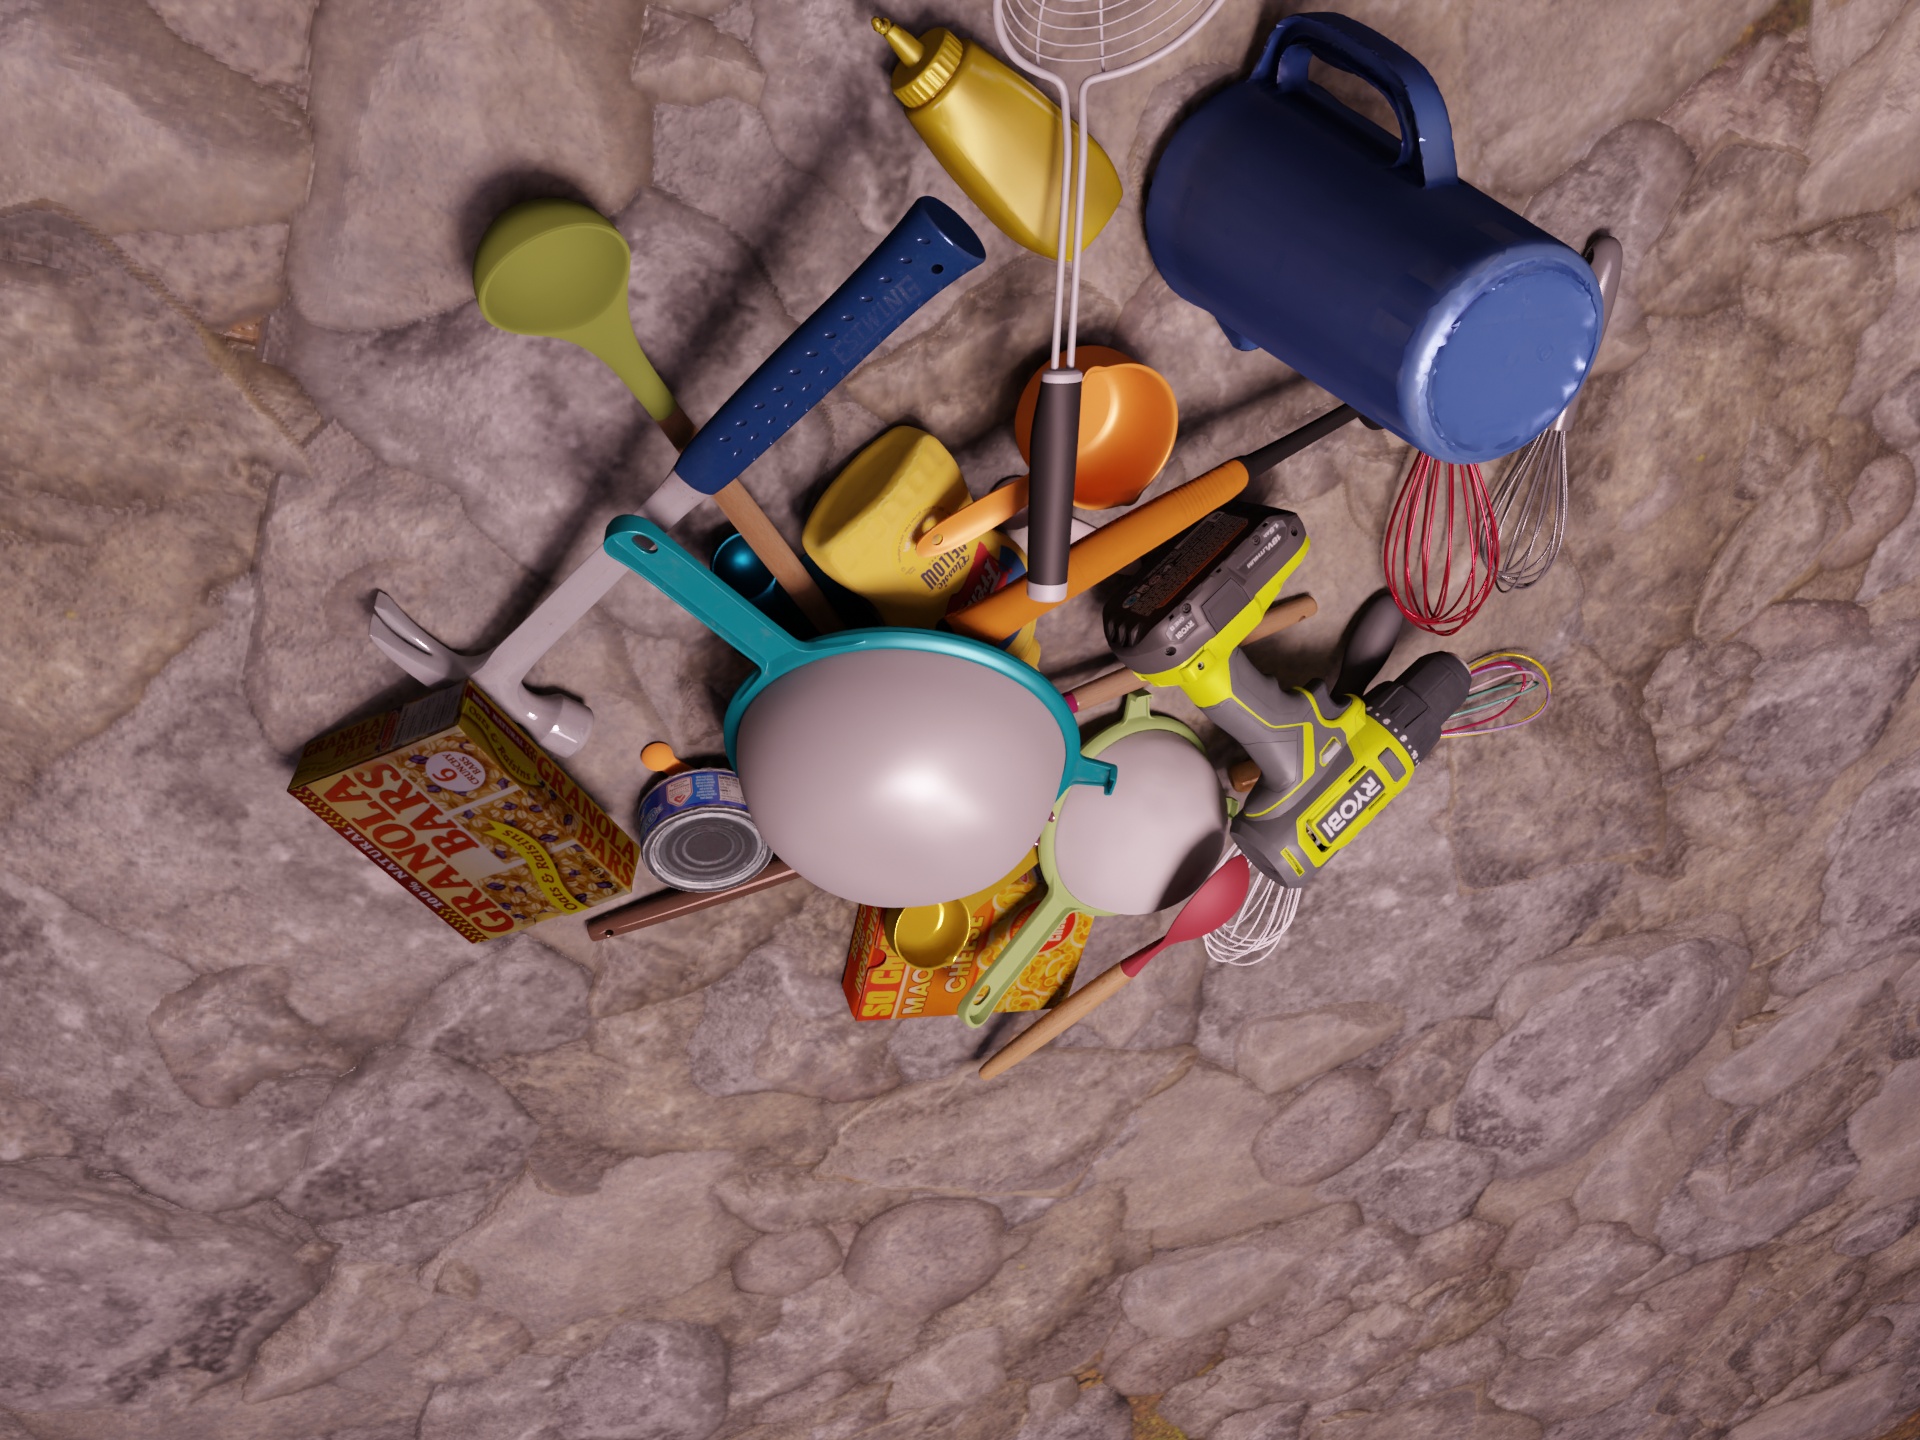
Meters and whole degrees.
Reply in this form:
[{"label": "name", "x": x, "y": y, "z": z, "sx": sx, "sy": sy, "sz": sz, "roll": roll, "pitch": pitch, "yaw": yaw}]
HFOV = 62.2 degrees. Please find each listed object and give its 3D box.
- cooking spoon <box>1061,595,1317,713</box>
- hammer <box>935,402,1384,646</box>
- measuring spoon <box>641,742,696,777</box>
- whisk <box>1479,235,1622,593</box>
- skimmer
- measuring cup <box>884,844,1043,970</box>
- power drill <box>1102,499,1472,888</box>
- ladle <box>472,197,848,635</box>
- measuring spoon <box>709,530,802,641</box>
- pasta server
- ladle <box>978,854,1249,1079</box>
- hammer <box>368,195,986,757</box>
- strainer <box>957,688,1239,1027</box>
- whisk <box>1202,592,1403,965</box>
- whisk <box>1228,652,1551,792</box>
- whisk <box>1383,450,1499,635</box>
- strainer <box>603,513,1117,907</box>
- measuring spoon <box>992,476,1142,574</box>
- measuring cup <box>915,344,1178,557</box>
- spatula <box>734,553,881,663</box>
[{"label": "cooking spoon", "x": 0.095, "y": -0.021, "z": 1.035, "sx": 0.319, "sy": 0.017, "sz": 0.068, "roll": -21, "pitch": 145, "yaw": -15}, {"label": "hammer", "x": 0.135, "y": -0.127, "z": 0.913, "sx": 0.337, "sy": 0.034, "sz": 0.127, "roll": -31, "pitch": 175, "yaw": -7}, {"label": "measuring spoon", "x": -0.160, "y": 0.050, "z": 1.019, "sx": 0.021, "sy": 0.011, "sz": 0.116, "roll": -40, "pitch": 129, "yaw": 10}, {"label": "whisk", "x": 0.383, "y": -0.191, "z": 1.026, "sx": 0.055, "sy": 0.055, "sz": 0.238, "roll": -4, "pitch": 122, "yaw": -18}, {"label": "skimmer", "x": 0.068, "y": -0.224, "z": 0.777, "sx": 0.127, "sy": 0.090, "sz": 0.363, "roll": -9, "pitch": 115, "yaw": -26}, {"label": "measuring cup", "x": 0.013, "y": 0.108, "z": 1.082, "sx": 0.156, "sy": 0.029, "sz": 0.062, "roll": -37, "pitch": 117, "yaw": -18}, {"label": "power drill", "x": 0.216, "y": -0.029, "z": 1.019, "sx": 0.190, "sy": 0.080, "sz": 0.228, "roll": -44, "pitch": 114, "yaw": -6}, {"label": "ladle", "x": -0.140, "y": -0.139, "z": 0.847, "sx": 0.078, "sy": 0.062, "sz": 0.319, "roll": -31, "pitch": 127, "yaw": 7}, {"label": "measuring spoon", "x": -0.113, "y": -0.058, "z": 0.943, "sx": 0.042, "sy": 0.021, "sz": 0.128, "roll": -34, "pitch": 124, "yaw": -16}, {"label": "pasta server", "x": -0.094, "y": 0.095, "z": 1.051, "sx": 0.316, "sy": 0.040, "sz": 0.060, "roll": -18, "pitch": 120, "yaw": -2}, {"label": "ladle", "x": 0.102, "y": 0.188, "z": 1.132, "sx": 0.069, "sy": 0.031, "sz": 0.315, "roll": -18, "pitch": 159, "yaw": -47}, {"label": "hammer", "x": -0.148, "y": -0.120, "z": 0.818, "sx": 0.144, "sy": 0.035, "sz": 0.405, "roll": 30, "pitch": 126, "yaw": -34}, {"label": "strainer", "x": 0.097, "y": 0.116, "z": 1.078, "sx": 0.256, "sy": 0.069, "sz": 0.151, "roll": -49, "pitch": 128, "yaw": -8}, {"label": "whisk", "x": 0.242, "y": 0.042, "z": 1.110, "sx": 0.070, "sy": 0.070, "sz": 0.284, "roll": 19, "pitch": 99, "yaw": -31}, {"label": "whisk", "x": 0.310, "y": 0.004, "z": 1.152, "sx": 0.245, "sy": 0.051, "sz": 0.047, "roll": -18, "pitch": 108, "yaw": -3}, {"label": "whisk", "x": 0.306, "y": -0.183, "z": 0.997, "sx": 0.073, "sy": 0.073, "sz": 0.295, "roll": -15, "pitch": 123, "yaw": -10}, {"label": "strainer", "x": -0.073, "y": 0.016, "z": 0.877, "sx": 0.211, "sy": 0.095, "sz": 0.340, "roll": -23, "pitch": 137, "yaw": 28}, {"label": "measuring spoon", "x": 0.069, "y": -0.113, "z": 0.982, "sx": 0.124, "sy": 0.018, "sz": 0.034, "roll": 23, "pitch": 114, "yaw": -33}, {"label": "measuring cup", "x": 0.039, "y": -0.149, "z": 0.908, "sx": 0.173, "sy": 0.052, "sz": 0.095, "roll": -32, "pitch": 131, "yaw": -8}, {"label": "spatula", "x": -0.002, "y": -0.003, "z": 1.036, "sx": 0.317, "sy": 0.044, "sz": 0.082, "roll": 29, "pitch": 110, "yaw": -40}]
